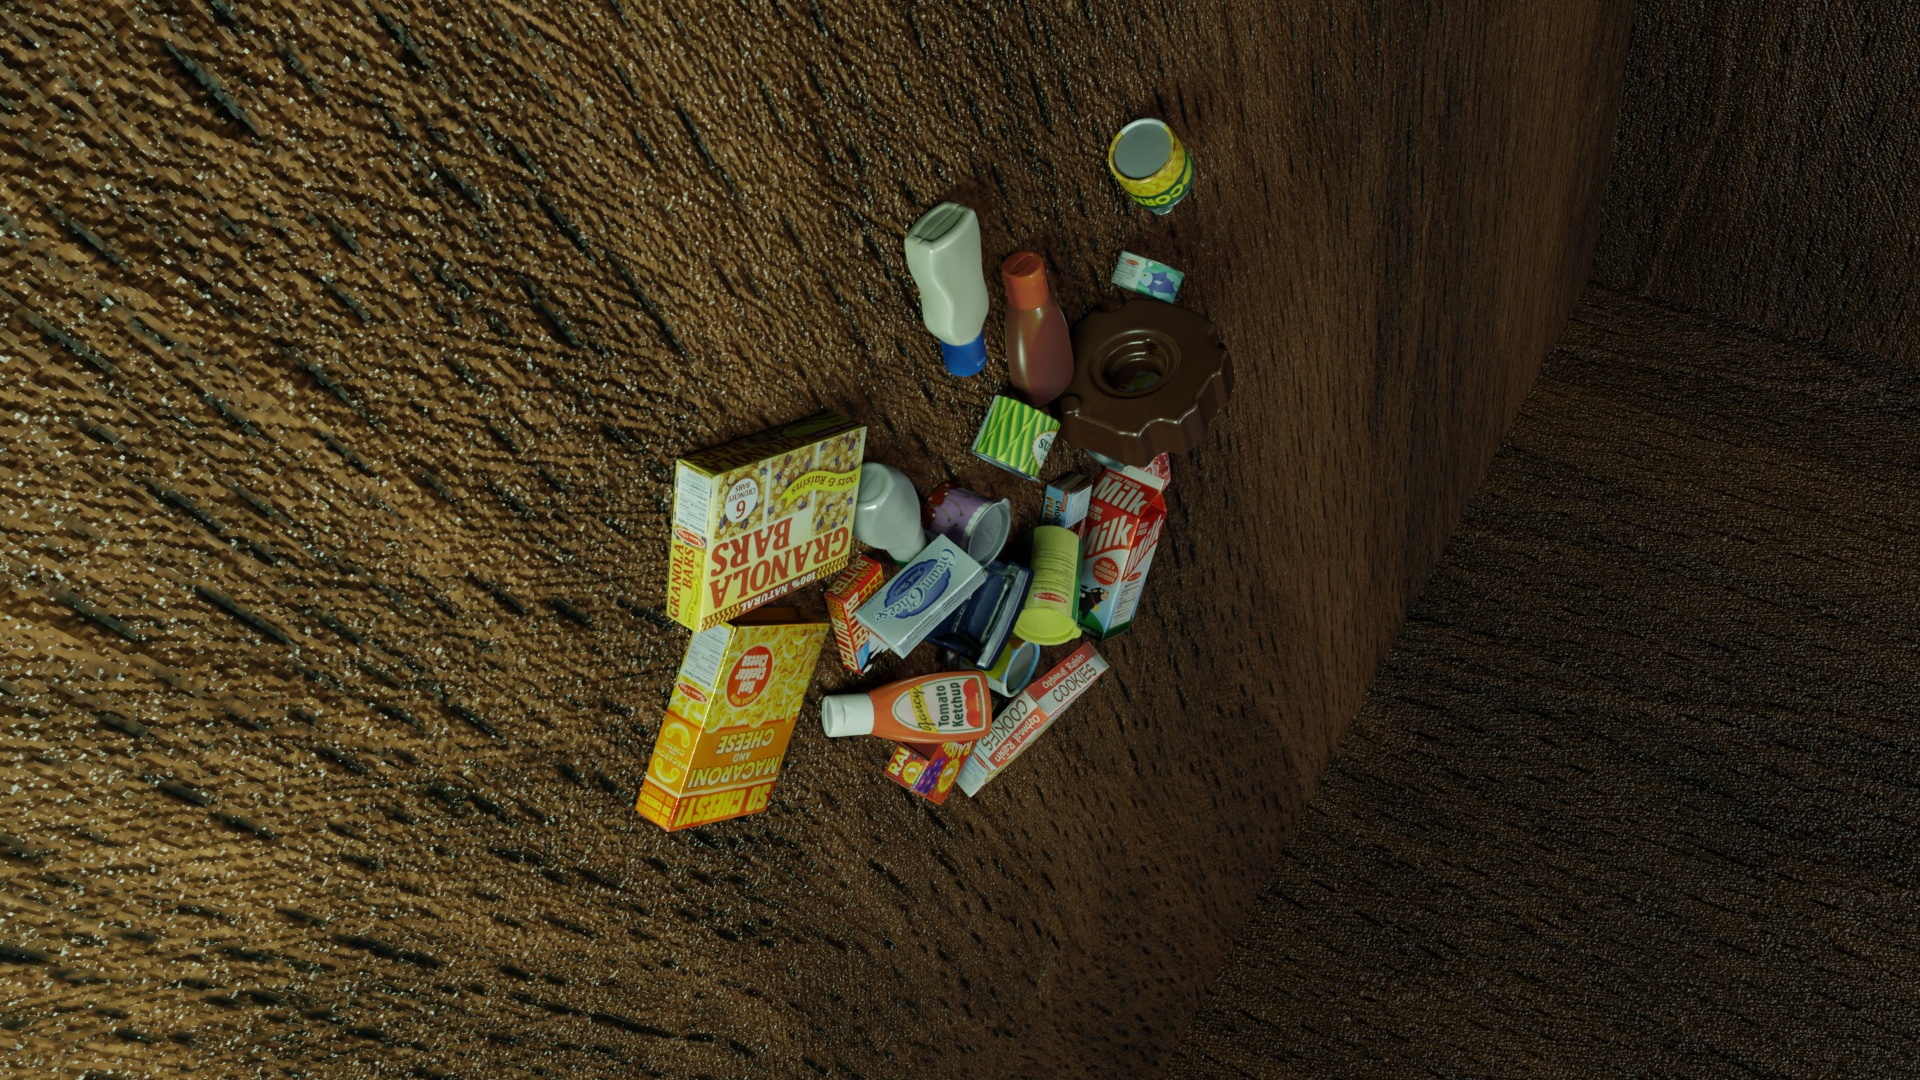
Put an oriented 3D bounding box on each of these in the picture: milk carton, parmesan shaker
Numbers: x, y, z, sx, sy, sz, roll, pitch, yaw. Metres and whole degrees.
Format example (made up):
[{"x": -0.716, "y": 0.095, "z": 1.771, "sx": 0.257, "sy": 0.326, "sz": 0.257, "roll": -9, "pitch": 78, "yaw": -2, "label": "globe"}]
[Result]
[{"x": 0.169, "y": 0.008, "z": 1.541, "sx": 0.074, "sy": 0.072, "sz": 0.189, "roll": -14, "pitch": 124, "yaw": -56, "label": "milk carton"}, {"x": 0.091, "y": 0.045, "z": 1.397, "sx": 0.071, "sy": 0.071, "sz": 0.103, "roll": 75, "pitch": 20, "yaw": -50, "label": "parmesan shaker"}]

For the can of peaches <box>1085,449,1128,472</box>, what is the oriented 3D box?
[{"x": 0.166, "y": -0.116, "z": 1.444, "sx": 0.058, "sy": 0.071, "sz": 0.071, "roll": -51, "pitch": 149, "yaw": -27, "label": "can of peaches"}]

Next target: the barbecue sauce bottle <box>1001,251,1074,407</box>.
[{"x": 0.066, "y": -0.190, "z": 1.240, "sx": 0.065, "sy": 0.044, "sz": 0.147, "roll": -46, "pitch": 146, "yaw": -22, "label": "barbecue sauce bottle"}]

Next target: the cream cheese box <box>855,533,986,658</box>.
[{"x": -0.032, "y": 0.046, "z": 1.168, "sx": 0.104, "sy": 0.053, "sz": 0.024, "roll": -43, "pitch": 150, "yaw": -17, "label": "cream cheese box"}]

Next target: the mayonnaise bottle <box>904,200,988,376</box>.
[{"x": -0.006, "y": -0.196, "z": 1.116, "sx": 0.065, "sy": 0.041, "sz": 0.147, "roll": -48, "pitch": 149, "yaw": -26, "label": "mayonnaise bottle"}]

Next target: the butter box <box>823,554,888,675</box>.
[{"x": -0.085, "y": 0.065, "z": 1.199, "sx": 0.053, "sy": 0.024, "sz": 0.103, "roll": -48, "pitch": 148, "yaw": -30, "label": "butter box"}]

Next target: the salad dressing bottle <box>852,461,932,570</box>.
[{"x": -0.056, "y": -0.013, "z": 1.170, "sx": 0.064, "sy": 0.044, "sz": 0.147, "roll": -57, "pitch": 153, "yaw": -14, "label": "salad dressing bottle"}]

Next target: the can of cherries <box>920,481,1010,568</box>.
[{"x": 0.004, "y": -0.016, "z": 1.255, "sx": 0.072, "sy": 0.058, "sz": 0.071, "roll": -38, "pitch": 141, "yaw": -40, "label": "can of cherries"}]

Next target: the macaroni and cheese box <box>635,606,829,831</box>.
[{"x": -0.176, "y": 0.135, "z": 1.081, "sx": 0.124, "sy": 0.040, "sz": 0.166, "roll": 5, "pitch": 106, "yaw": -61, "label": "macaroni and cheese box"}]

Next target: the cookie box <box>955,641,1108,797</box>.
[{"x": 0.071, "y": 0.188, "z": 1.474, "sx": 0.123, "sy": 0.040, "sz": 0.166, "roll": -31, "pitch": 164, "yaw": -48, "label": "cookie box"}]

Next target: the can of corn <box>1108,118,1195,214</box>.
[{"x": 0.177, "y": -0.345, "z": 1.282, "sx": 0.058, "sy": 0.071, "sz": 0.071, "roll": 25, "pitch": 89, "yaw": -61, "label": "can of corn"}]

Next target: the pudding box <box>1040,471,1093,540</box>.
[{"x": 0.109, "y": -0.025, "z": 1.457, "sx": 0.050, "sy": 0.030, "sz": 0.083, "roll": -31, "pitch": 137, "yaw": -49, "label": "pudding box"}]

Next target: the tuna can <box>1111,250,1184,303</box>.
[{"x": 0.186, "y": -0.258, "z": 1.366, "sx": 0.071, "sy": 0.071, "sz": 0.032, "roll": 3, "pitch": 110, "yaw": -60, "label": "tuna can"}]

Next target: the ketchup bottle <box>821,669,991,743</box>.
[{"x": -0.048, "y": 0.151, "z": 1.238, "sx": 0.149, "sy": 0.043, "sz": 0.065, "roll": -2, "pitch": 80, "yaw": -22, "label": "ketchup bottle"}]

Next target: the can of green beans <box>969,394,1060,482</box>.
[{"x": 0.050, "y": -0.093, "z": 1.264, "sx": 0.071, "sy": 0.071, "sz": 0.058, "roll": 26, "pitch": 89, "yaw": -62, "label": "can of green beans"}]

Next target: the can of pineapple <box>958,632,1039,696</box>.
[{"x": 0.041, "y": 0.117, "z": 1.420, "sx": 0.071, "sy": 0.058, "sz": 0.070, "roll": -40, "pitch": 142, "yaw": -40, "label": "can of pineapple"}]

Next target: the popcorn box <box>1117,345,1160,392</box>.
[{"x": 0.190, "y": -0.178, "z": 1.417, "sx": 0.127, "sy": 0.085, "sz": 0.038, "roll": -50, "pitch": 149, "yaw": -28, "label": "popcorn box"}]

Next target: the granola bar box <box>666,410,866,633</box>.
[{"x": -0.142, "y": -0.017, "z": 1.022, "sx": 0.166, "sy": 0.039, "sz": 0.123, "roll": -25, "pitch": 132, "yaw": -51, "label": "granola bar box"}]

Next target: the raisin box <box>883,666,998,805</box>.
[{"x": -0.018, "y": 0.199, "z": 1.404, "sx": 0.123, "sy": 0.040, "sz": 0.086, "roll": -60, "pitch": 153, "yaw": -8, "label": "raisin box"}]
